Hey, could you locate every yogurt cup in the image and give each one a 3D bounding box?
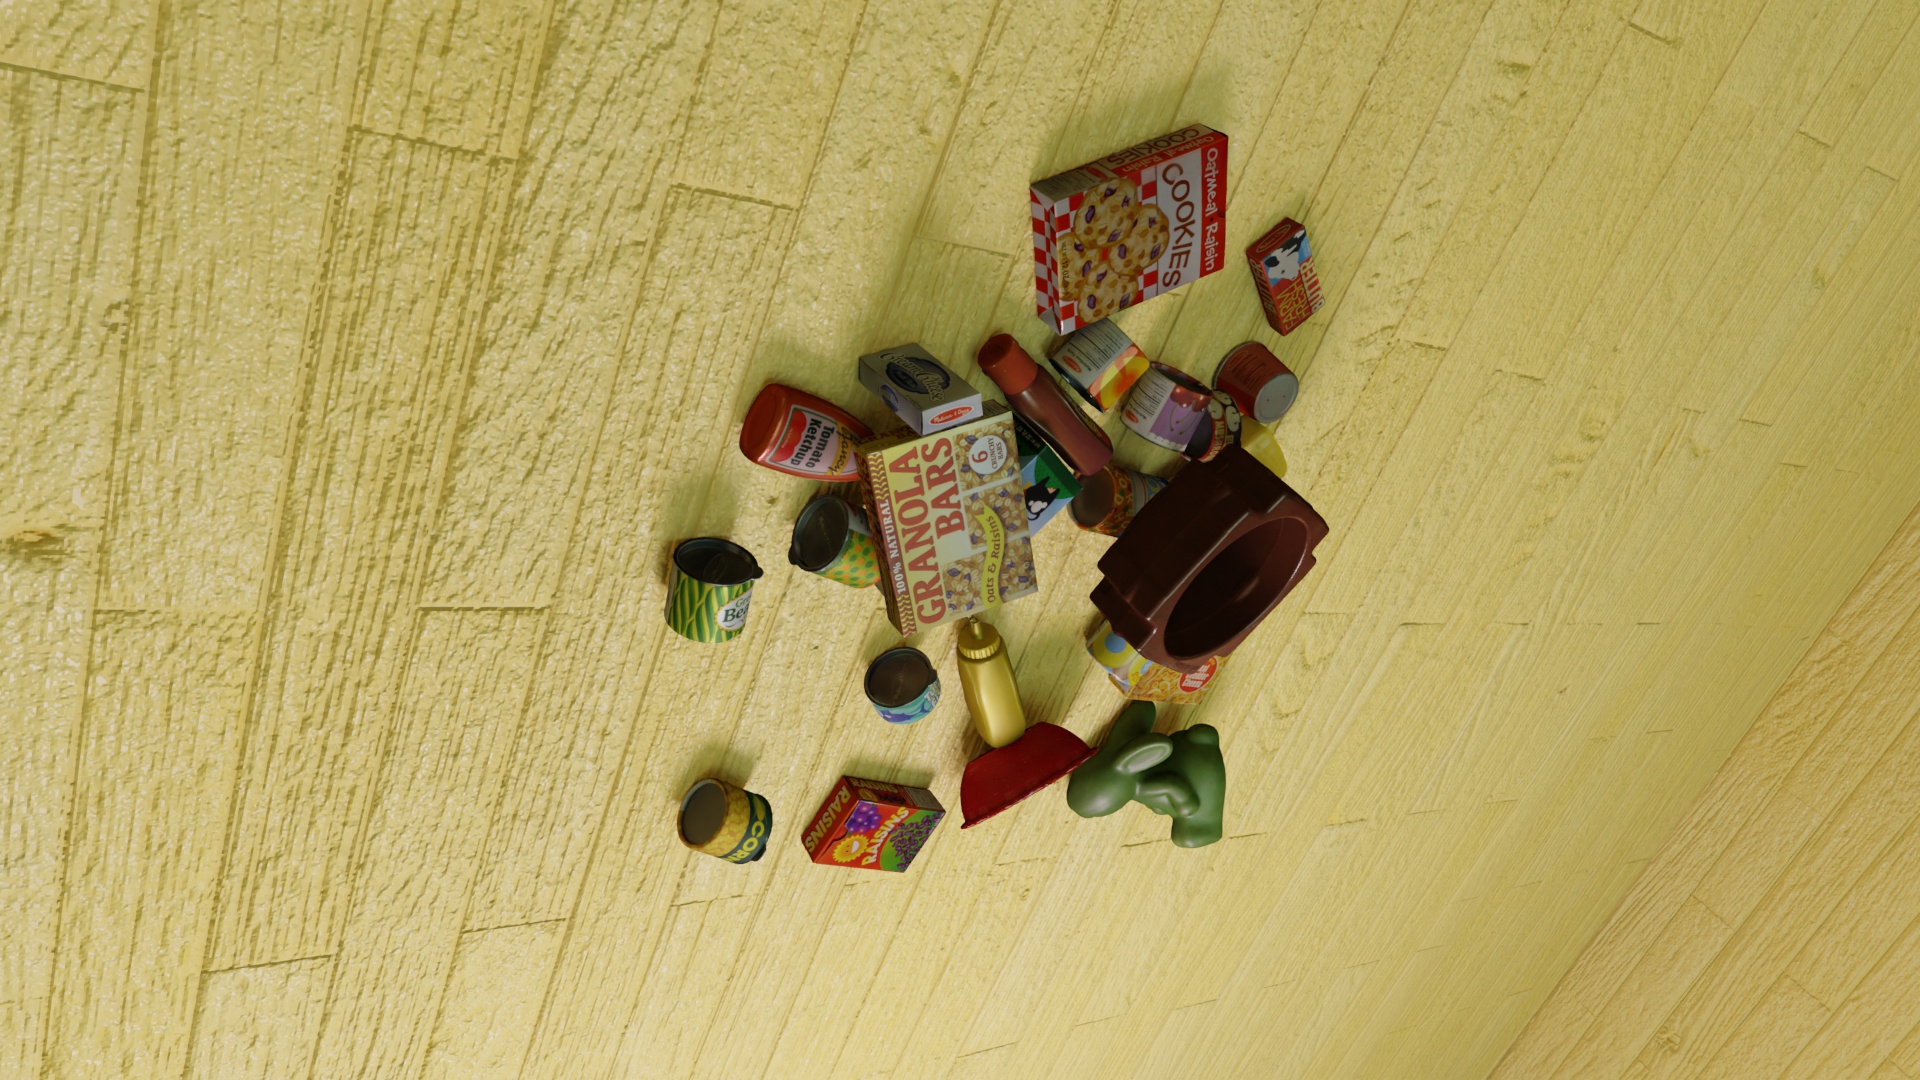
[{"bbox_3d":[0.281,-0.146,1.308,0.072,0.054,0.072,-20,132,-23],"label":"yogurt cup"}]

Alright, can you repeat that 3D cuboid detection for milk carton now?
[{"bbox_3d":[0.004,-0.015,1.196,0.190,0.072,0.073,-43,137,1],"label":"milk carton"}]

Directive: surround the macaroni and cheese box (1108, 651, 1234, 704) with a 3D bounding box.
[{"bbox_3d":[0.248,0.097,1.487,0.124,0.040,0.165,10,117,-41],"label":"macaroni and cheese box"}]

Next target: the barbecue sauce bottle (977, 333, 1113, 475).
[{"bbox_3d":[0.070,-0.116,1.175,0.043,0.065,0.148,-43,129,7],"label":"barbecue sauce bottle"}]

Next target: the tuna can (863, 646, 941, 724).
[{"bbox_3d":[-0.050,0.134,1.276,0.071,0.071,0.032,-34,138,-9],"label":"tuna can"}]

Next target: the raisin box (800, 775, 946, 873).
[{"bbox_3d":[-0.087,0.287,1.394,0.123,0.040,0.086,20,111,-43],"label":"raisin box"}]

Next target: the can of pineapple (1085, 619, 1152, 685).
[{"bbox_3d":[0.171,0.107,1.417,0.057,0.071,0.071,-51,137,10],"label":"can of pineapple"}]

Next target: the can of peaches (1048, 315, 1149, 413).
[{"bbox_3d":[0.119,-0.150,1.179,0.058,0.071,0.071,-46,137,3],"label":"can of peaches"}]

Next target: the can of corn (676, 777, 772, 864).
[{"bbox_3d":[-0.212,0.255,1.253,0.071,0.071,0.058,-49,136,7],"label":"can of corn"}]

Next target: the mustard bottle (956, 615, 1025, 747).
[{"bbox_3d":[0.026,0.127,1.333,0.049,0.065,0.159,-24,130,-13],"label":"mustard bottle"}]

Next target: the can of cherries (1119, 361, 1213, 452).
[{"bbox_3d":[0.188,-0.120,1.252,0.071,0.072,0.058,8,117,-40],"label":"can of cherries"}]

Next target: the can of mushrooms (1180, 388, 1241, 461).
[{"bbox_3d":[0.229,-0.105,1.290,0.033,0.071,0.070,-8,127,-29],"label":"can of mushrooms"}]

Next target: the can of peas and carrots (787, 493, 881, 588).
[{"bbox_3d":[-0.097,0.003,1.142,0.058,0.071,0.071,23,108,-45],"label":"can of peas and carrots"}]

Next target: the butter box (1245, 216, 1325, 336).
[{"bbox_3d":[0.298,-0.239,1.269,0.053,0.024,0.103,-39,137,-5],"label":"butter box"}]

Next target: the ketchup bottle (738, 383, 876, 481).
[{"bbox_3d":[-0.100,-0.075,1.094,0.149,0.043,0.064,17,106,-44],"label":"ketchup bottle"}]

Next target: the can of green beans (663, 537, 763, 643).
[{"bbox_3d":[-0.197,0.039,1.096,0.071,0.071,0.057,-5,126,-33],"label":"can of green beans"}]

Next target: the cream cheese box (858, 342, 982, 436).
[{"bbox_3d":[-0.032,-0.117,1.066,0.053,0.104,0.024,-19,128,-24],"label":"cream cheese box"}]

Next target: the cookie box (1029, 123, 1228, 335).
[{"bbox_3d":[0.140,-0.253,1.130,0.168,0.040,0.122,-24,134,-19],"label":"cookie box"}]

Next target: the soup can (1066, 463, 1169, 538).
[{"bbox_3d":[0.151,-0.036,1.290,0.084,0.071,0.071,12,115,-41],"label":"soup can"}]

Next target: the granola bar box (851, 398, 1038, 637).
[{"bbox_3d":[-0.010,-0.018,1.113,0.124,0.039,0.164,-18,118,-16],"label":"granola bar box"}]
